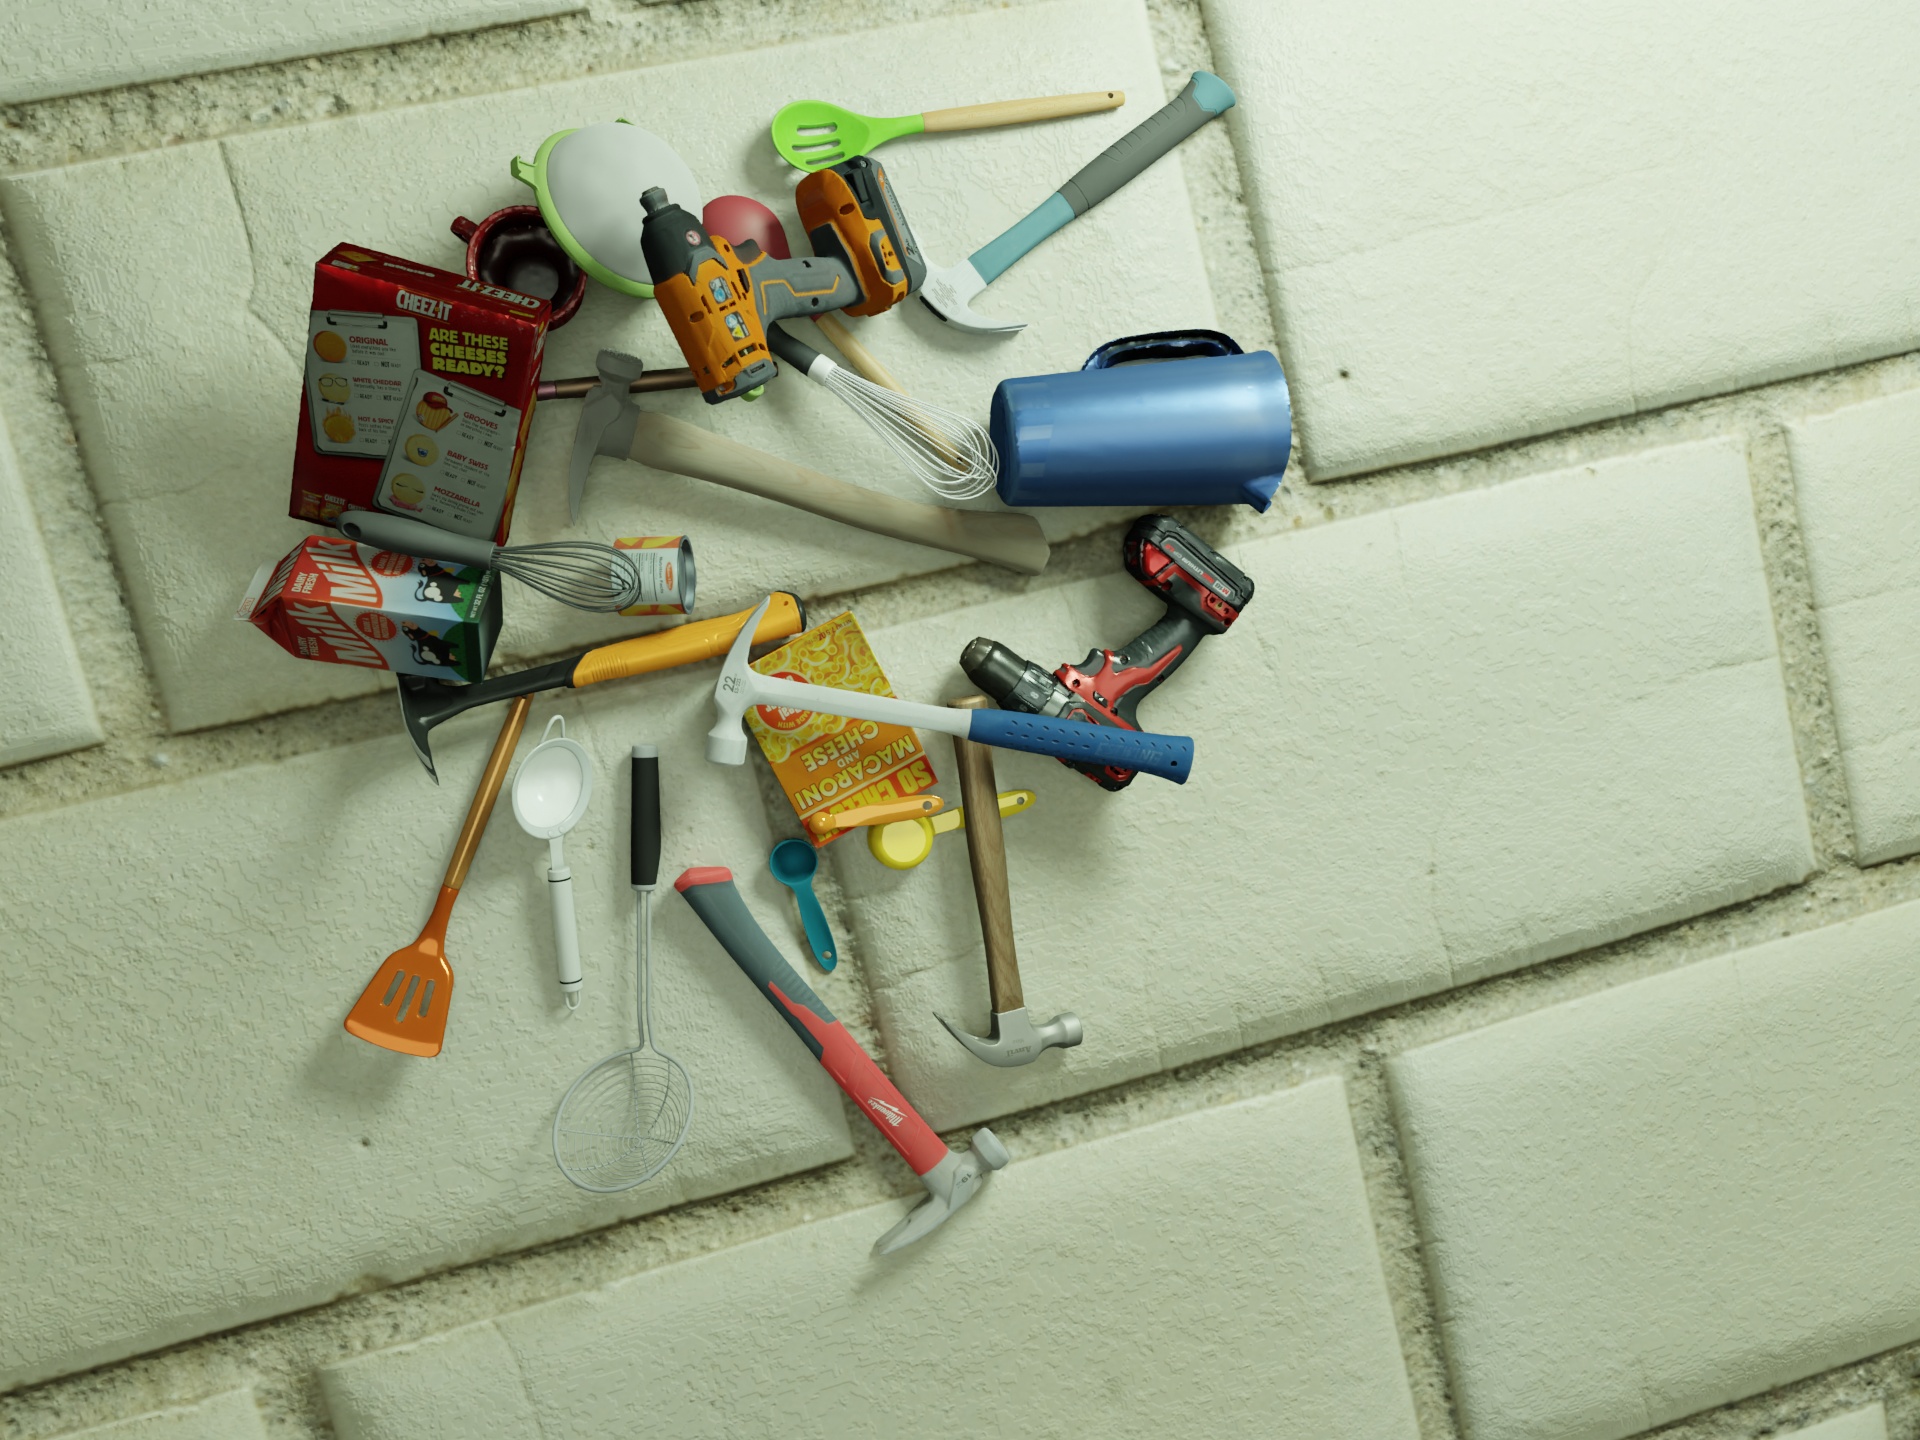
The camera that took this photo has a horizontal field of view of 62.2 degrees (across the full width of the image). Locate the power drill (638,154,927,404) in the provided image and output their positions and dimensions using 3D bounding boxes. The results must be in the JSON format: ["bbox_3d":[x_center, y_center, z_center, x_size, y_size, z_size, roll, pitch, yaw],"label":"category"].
[{"bbox_3d":[-0.146,-0.367,1.256,0.226,0.084,0.164,-38,111,-34],"label":"power drill"}]

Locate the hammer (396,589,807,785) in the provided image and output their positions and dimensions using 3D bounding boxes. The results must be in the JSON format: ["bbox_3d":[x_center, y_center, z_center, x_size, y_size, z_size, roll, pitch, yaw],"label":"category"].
[{"bbox_3d":[-0.288,-0.043,1.311,0.337,0.127,0.034,-16,138,-14],"label":"hammer"}]

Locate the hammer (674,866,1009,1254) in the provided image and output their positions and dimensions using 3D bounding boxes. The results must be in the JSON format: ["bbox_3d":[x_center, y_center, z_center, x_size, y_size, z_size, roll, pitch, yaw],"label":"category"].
[{"bbox_3d":[-0.128,0.289,1.391,0.143,0.038,0.386,-39,100,-4],"label":"hammer"}]

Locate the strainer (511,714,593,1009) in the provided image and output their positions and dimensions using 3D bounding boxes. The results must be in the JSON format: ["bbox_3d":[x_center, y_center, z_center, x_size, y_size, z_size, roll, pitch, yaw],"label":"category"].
[{"bbox_3d":[-0.341,0.121,1.338,0.087,0.050,0.258,-17,107,-53],"label":"strainer"}]

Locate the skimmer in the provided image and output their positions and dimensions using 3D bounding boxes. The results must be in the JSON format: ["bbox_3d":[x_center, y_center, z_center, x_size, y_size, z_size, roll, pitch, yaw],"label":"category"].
[{"bbox_3d":[-0.280,0.203,1.329,0.127,0.090,0.363,1,92,21],"label":"skimmer"}]

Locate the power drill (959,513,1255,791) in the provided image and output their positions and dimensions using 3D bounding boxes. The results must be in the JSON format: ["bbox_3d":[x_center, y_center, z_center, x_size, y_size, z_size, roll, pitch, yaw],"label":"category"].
[{"bbox_3d":[0.127,-0.073,1.393,0.187,0.080,0.226,36,90,-11],"label":"power drill"}]

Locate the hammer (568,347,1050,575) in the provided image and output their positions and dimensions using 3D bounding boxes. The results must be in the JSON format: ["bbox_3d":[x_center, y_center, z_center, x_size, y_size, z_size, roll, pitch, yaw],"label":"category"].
[{"bbox_3d":[-0.122,-0.184,1.350,0.410,0.038,0.146,15,107,-14],"label":"hammer"}]

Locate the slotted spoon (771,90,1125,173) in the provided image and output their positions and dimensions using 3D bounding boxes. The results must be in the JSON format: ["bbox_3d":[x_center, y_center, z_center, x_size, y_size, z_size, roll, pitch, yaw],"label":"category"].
[{"bbox_3d":[-0.008,-0.511,1.358,0.313,0.031,0.070,-12,81,-11],"label":"slotted spoon"}]

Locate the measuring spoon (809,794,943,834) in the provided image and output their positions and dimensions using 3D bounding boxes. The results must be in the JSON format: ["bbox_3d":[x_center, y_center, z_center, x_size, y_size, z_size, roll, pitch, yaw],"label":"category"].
[{"bbox_3d":[-0.071,0.080,1.356,0.117,0.011,0.021,-9,97,-9],"label":"measuring spoon"}]

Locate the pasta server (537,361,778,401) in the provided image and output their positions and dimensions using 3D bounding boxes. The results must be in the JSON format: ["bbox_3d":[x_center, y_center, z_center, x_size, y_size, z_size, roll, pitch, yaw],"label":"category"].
[{"bbox_3d":[-0.309,-0.277,1.322,0.316,0.040,0.060,-9,96,-14],"label":"pasta server"}]

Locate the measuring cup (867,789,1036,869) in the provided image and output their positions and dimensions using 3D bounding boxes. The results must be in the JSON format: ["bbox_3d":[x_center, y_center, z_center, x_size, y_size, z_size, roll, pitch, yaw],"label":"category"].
[{"bbox_3d":[-0.005,0.090,1.401,0.156,0.029,0.062,-16,97,-8],"label":"measuring cup"}]

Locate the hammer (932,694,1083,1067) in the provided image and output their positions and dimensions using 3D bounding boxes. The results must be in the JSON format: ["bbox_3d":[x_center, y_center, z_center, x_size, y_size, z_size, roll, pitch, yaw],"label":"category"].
[{"bbox_3d":[0.025,0.143,1.393,0.130,0.031,0.331,-11,98,-21],"label":"hammer"}]

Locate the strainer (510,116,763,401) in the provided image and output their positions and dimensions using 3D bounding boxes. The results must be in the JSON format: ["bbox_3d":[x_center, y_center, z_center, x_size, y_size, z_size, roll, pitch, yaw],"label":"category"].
[{"bbox_3d":[-0.226,-0.374,1.266,0.256,0.069,0.151,53,40,-10],"label":"strainer"}]

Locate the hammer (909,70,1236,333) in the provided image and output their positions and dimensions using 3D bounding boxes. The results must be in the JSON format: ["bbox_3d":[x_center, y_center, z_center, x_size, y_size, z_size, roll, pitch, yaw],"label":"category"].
[{"bbox_3d":[0.101,-0.456,1.379,0.331,0.033,0.128,-38,99,-6],"label":"hammer"}]

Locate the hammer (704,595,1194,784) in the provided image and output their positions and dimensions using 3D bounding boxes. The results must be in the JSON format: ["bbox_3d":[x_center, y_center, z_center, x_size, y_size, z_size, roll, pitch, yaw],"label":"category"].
[{"bbox_3d":[-0.002,-0.004,1.334,0.405,0.035,0.144,9,100,-8],"label":"hammer"}]

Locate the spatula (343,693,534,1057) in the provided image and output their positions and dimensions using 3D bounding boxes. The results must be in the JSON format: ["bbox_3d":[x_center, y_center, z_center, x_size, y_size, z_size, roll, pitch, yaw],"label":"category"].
[{"bbox_3d":[-0.416,0.117,1.323,0.081,0.041,0.322,21,89,-10],"label":"spatula"}]

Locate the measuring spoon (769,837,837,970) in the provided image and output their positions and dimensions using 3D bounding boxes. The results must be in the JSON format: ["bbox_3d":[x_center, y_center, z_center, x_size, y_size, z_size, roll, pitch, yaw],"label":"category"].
[{"bbox_3d":[-0.133,0.160,1.394,0.042,0.021,0.128,-18,106,-3],"label":"measuring spoon"}]

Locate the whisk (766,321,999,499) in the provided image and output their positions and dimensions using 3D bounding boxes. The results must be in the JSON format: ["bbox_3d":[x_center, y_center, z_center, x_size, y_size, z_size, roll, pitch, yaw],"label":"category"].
[{"bbox_3d":[-0.089,-0.275,1.328,0.284,0.070,0.070,34,88,3],"label":"whisk"}]

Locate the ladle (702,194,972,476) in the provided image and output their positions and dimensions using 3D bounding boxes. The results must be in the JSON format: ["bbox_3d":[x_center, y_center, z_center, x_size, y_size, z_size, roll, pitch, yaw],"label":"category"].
[{"bbox_3d":[-0.102,-0.324,1.356,0.315,0.031,0.069,45,83,-12],"label":"ladle"}]

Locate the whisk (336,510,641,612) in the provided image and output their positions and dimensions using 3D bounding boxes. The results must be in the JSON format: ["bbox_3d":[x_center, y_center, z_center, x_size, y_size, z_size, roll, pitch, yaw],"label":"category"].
[{"bbox_3d":[-0.367,-0.130,1.241,0.239,0.055,0.055,12,92,-6],"label":"whisk"}]
